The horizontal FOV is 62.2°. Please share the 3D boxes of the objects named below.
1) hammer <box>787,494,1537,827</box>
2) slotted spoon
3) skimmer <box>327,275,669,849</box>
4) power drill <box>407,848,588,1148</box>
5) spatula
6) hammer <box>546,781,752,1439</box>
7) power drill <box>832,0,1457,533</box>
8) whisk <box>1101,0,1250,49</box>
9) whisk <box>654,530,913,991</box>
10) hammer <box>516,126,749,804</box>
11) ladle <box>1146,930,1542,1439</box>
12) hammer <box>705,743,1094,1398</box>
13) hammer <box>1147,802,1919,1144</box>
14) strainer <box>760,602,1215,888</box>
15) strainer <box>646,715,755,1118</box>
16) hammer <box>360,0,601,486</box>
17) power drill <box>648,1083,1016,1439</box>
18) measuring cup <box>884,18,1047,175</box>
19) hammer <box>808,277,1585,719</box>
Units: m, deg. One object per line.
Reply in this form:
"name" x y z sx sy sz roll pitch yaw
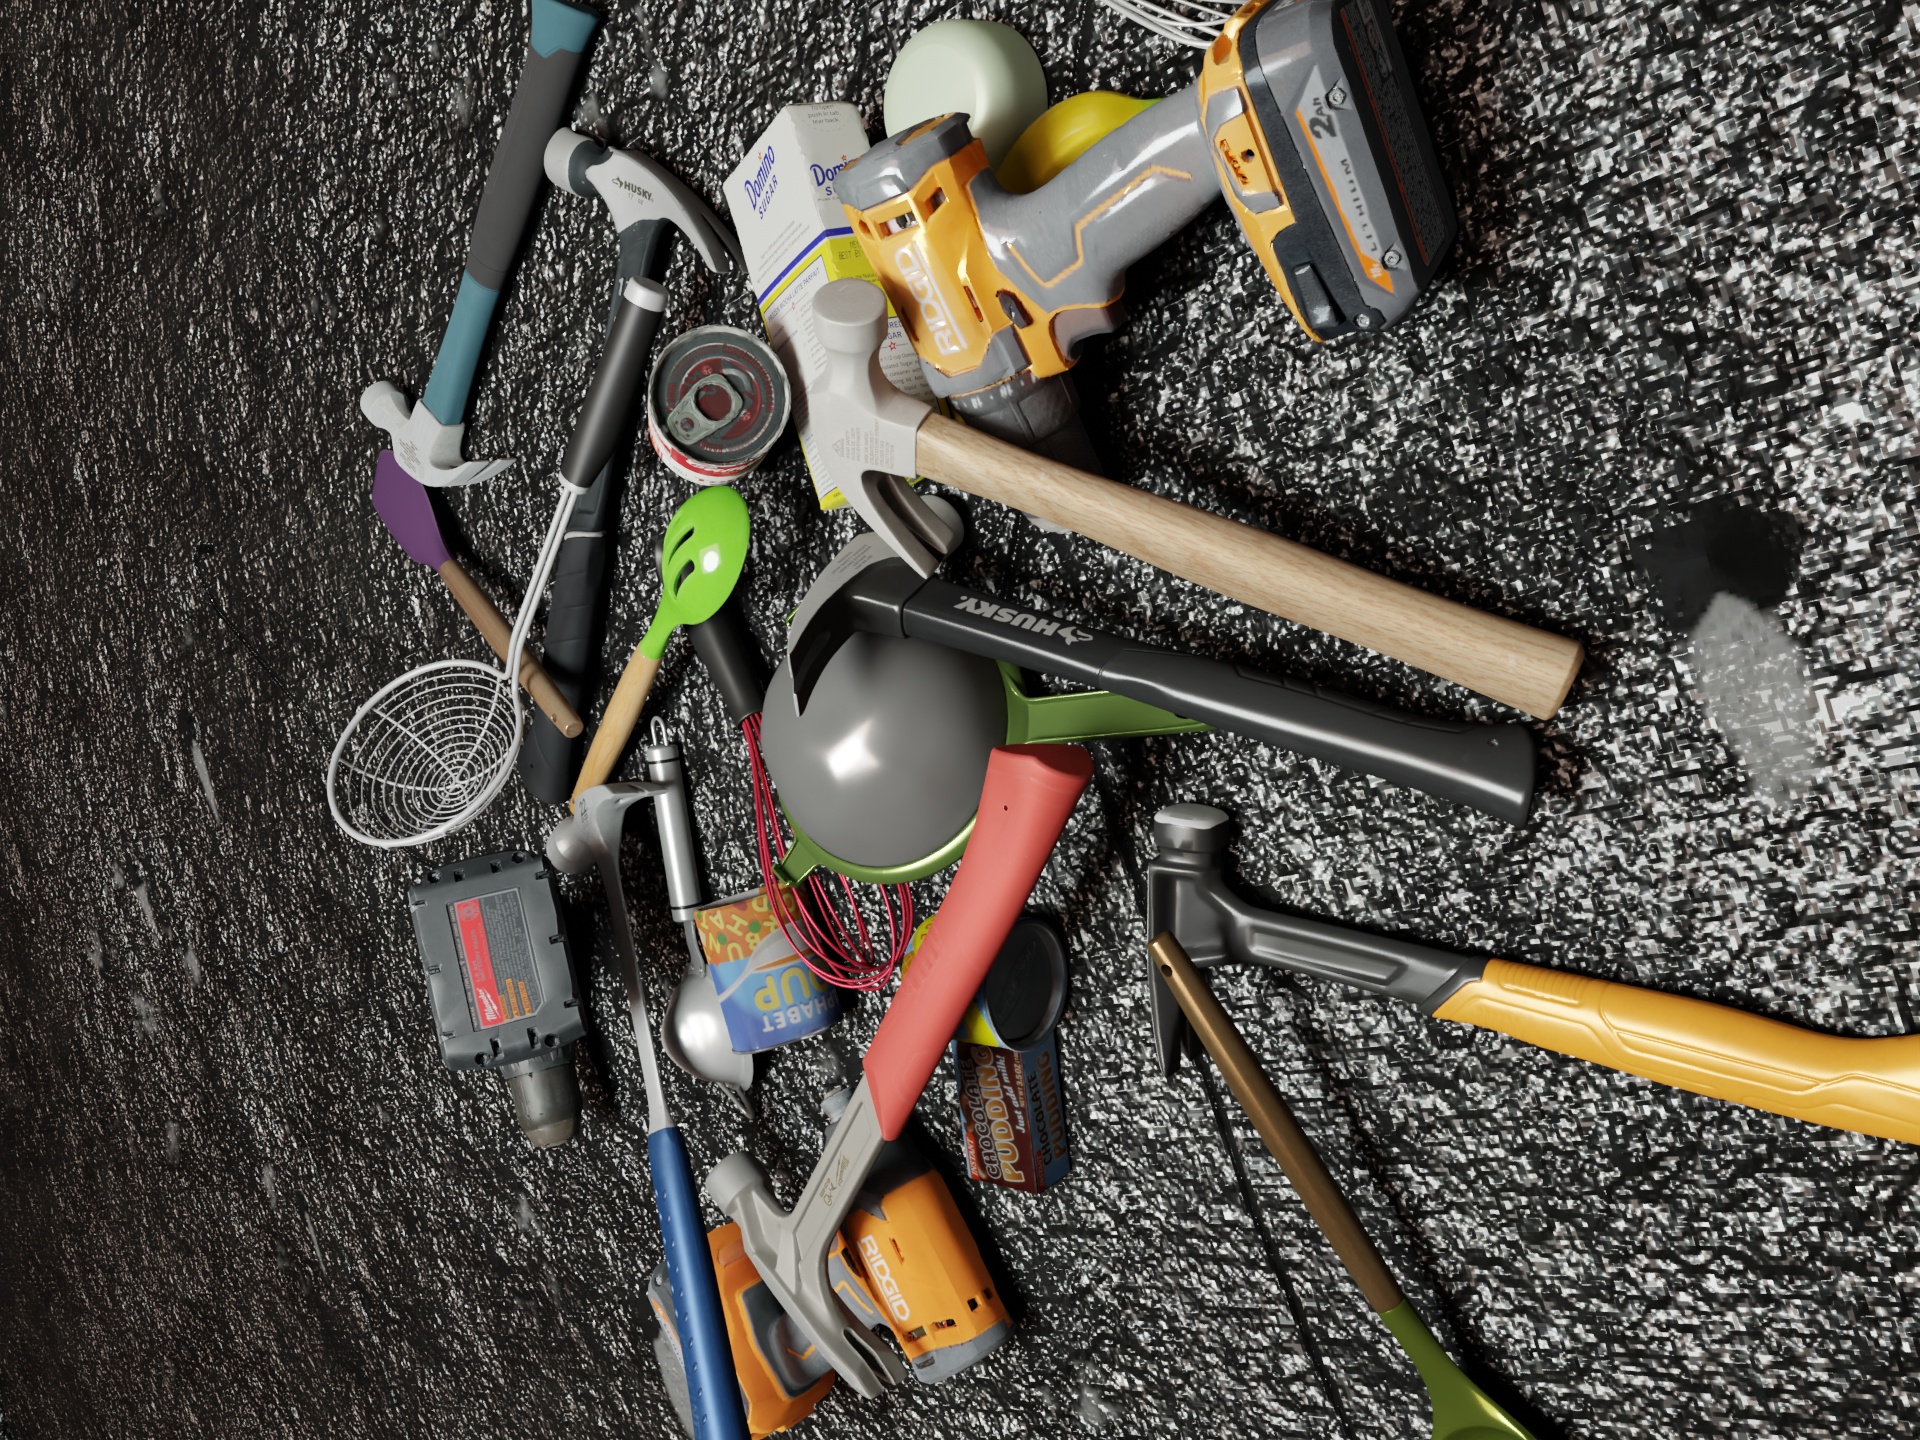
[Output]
"hammer" 0.078 -0.017 0.683 0.335 0.146 0.035 18 134 27
"slotted spoon" -0.186 -0.025 0.923 0.313 0.031 0.070 -53 47 48
"skimmer" -0.262 -0.085 0.896 0.127 0.090 0.363 48 121 35
"power drill" -0.274 0.175 0.986 0.226 0.080 0.188 136 120 -74
"spatula" -0.320 -0.087 1.029 0.316 0.018 0.059 45 126 35
"hammer" -0.174 0.227 0.922 0.144 0.035 0.406 -41 59 52
"power drill" 0.076 -0.174 0.640 0.226 0.084 0.185 -9 120 36
"whisk" 0.044 -0.323 0.676 0.247 0.059 0.058 31 83 35
"whisk" -0.105 0.015 0.881 0.073 0.073 0.296 -43 67 38
"hammer" -0.217 -0.126 0.950 0.149 0.036 0.408 33 121 28
"ladle" 0.165 0.234 0.681 0.078 0.062 0.320 -35 86 42
"hammer" -0.019 0.163 0.765 0.149 0.036 0.359 43 122 28
"hammer" 0.224 0.121 0.644 0.337 0.034 0.127 9 106 38
"strainer" -0.001 -0.002 0.754 0.256 0.069 0.151 -6 75 31
"strainer" -0.168 0.125 0.973 0.087 0.050 0.258 -3 96 55
"hammer" -0.287 -0.283 0.969 0.128 0.033 0.331 47 126 22
"power drill" -0.085 0.318 0.928 0.226 0.084 0.164 -38 74 36
"measuring cup" -0.014 -0.242 0.745 0.083 0.038 0.167 34 120 29
"hammer" 0.086 -0.074 0.653 0.331 0.031 0.130 23 145 16
